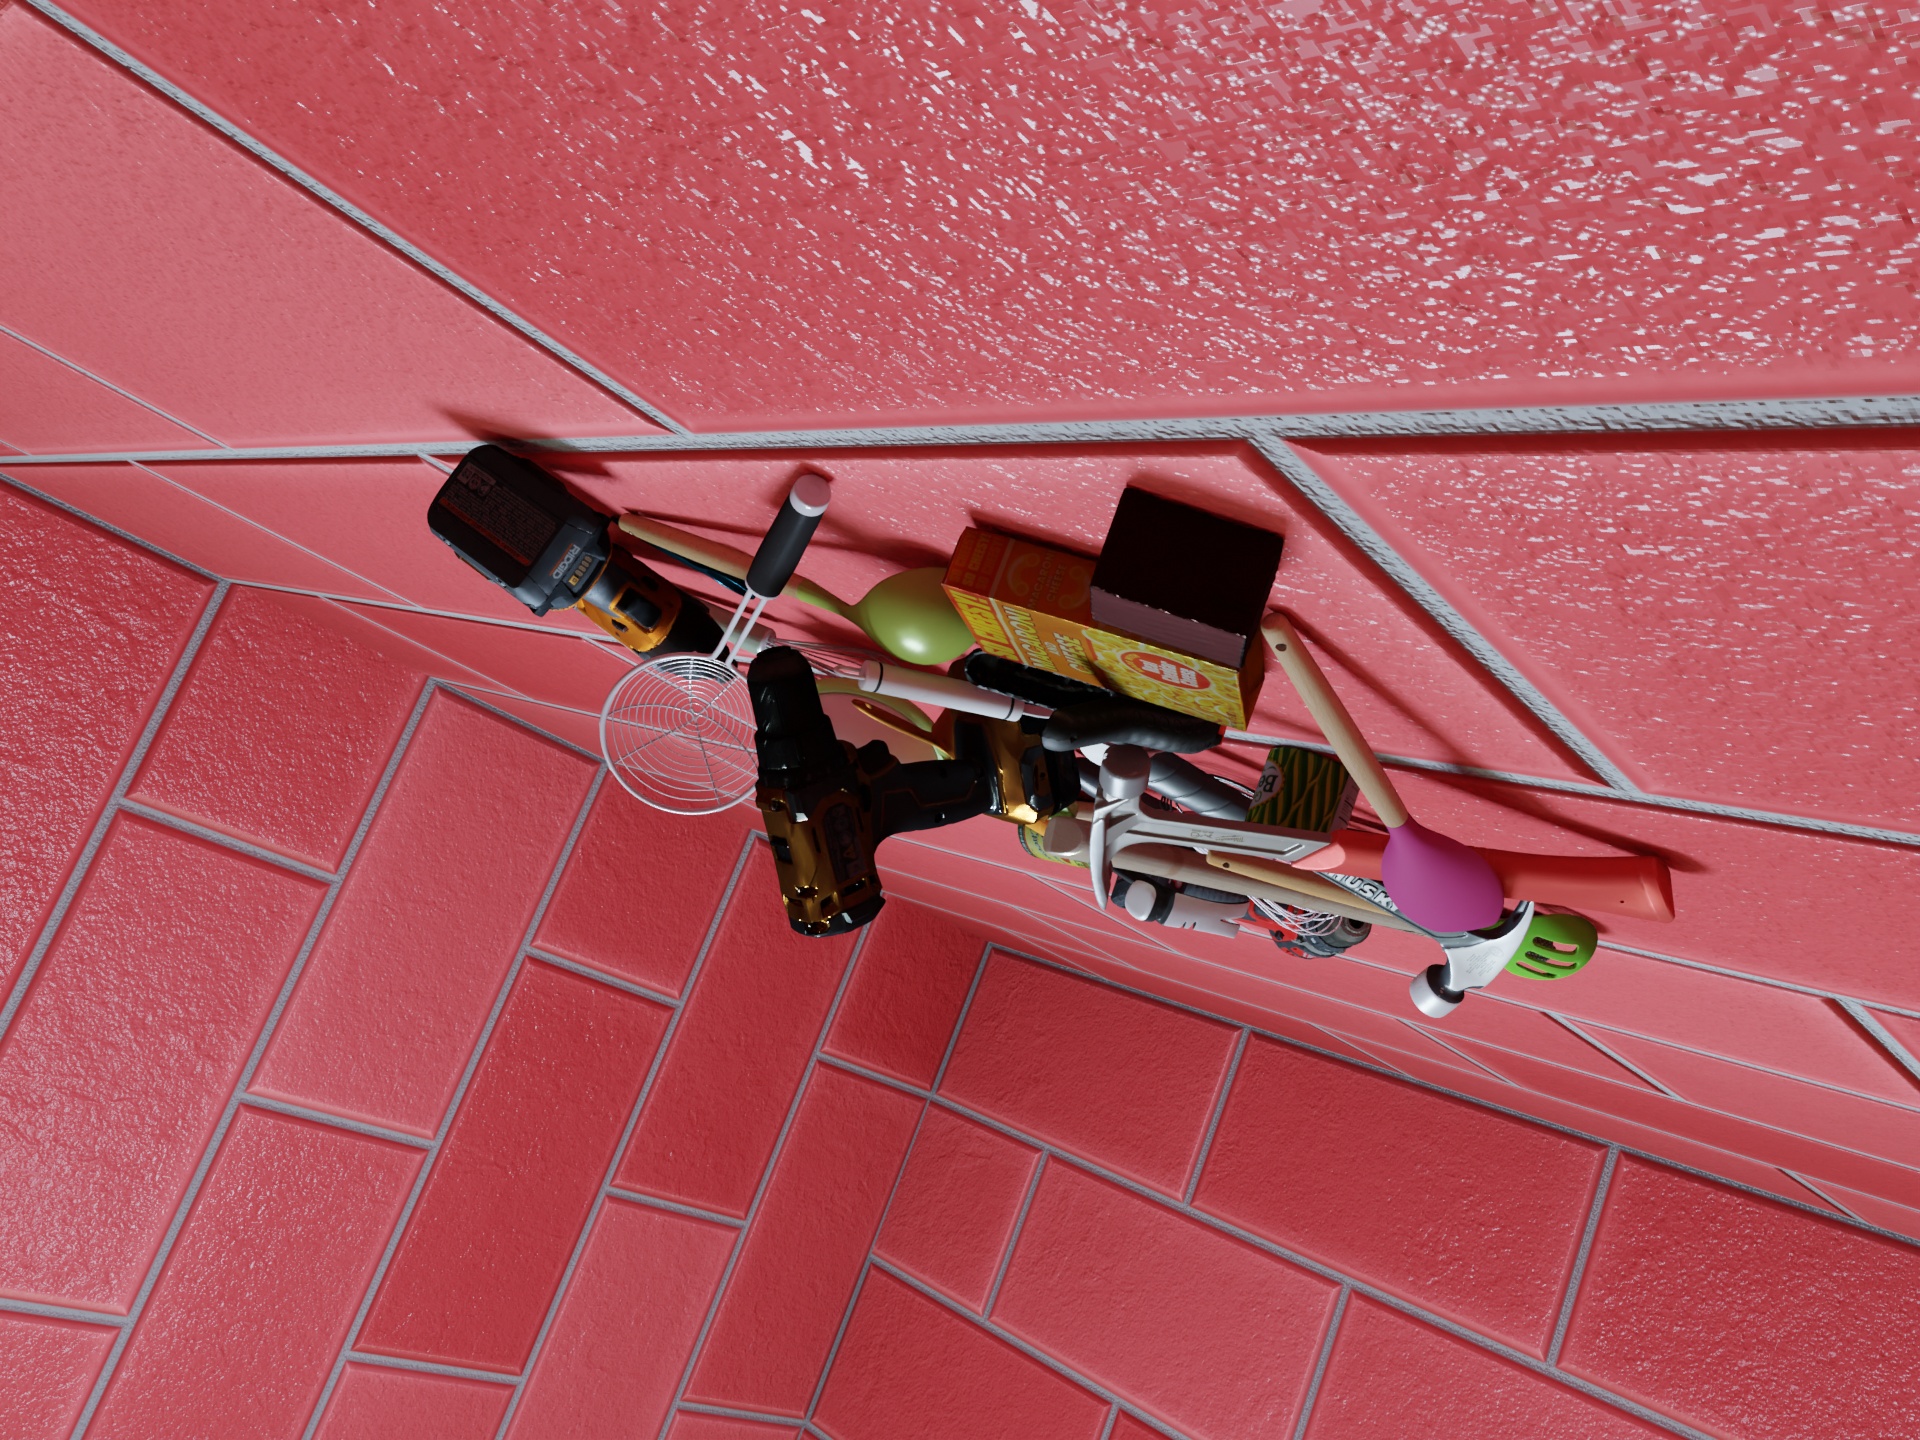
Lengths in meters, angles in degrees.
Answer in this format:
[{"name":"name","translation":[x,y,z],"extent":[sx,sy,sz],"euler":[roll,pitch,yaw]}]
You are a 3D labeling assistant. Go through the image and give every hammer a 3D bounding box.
[{"name":"hammer","translation":[0.107,0.106,1.425],"extent":[0.127,0.034,0.337],"euler":[15,-170,-38]},{"name":"hammer","translation":[0.262,0.092,1.012],"extent":[0.359,0.037,0.149],"euler":[7,140,8]},{"name":"hammer","translation":[0.262,0.136,1.285],"extent":[0.410,0.038,0.146],"euler":[14,172,-11]},{"name":"hammer","translation":[0.224,0.078,1.150],"extent":[0.409,0.036,0.149],"euler":[29,133,-5]}]

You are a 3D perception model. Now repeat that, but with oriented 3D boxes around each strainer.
[{"name":"strainer","translation":[0.039,-0.007,1.019],"extent":[0.258,0.050,0.087],"euler":[12,-152,-22]},{"name":"strainer","translation":[-0.037,0.056,1.253],"extent":[0.256,0.069,0.151],"euler":[16,137,6]}]

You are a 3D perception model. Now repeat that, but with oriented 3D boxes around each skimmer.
[{"name":"skimmer","translation":[-0.150,-0.038,1.029],"extent":[0.127,0.090,0.363],"euler":[23,153,-11]}]

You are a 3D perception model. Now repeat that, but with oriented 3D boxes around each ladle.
[{"name":"ladle","translation":[-0.115,-0.104,1.050],"extent":[0.320,0.062,0.078],"euler":[22,170,36]}]

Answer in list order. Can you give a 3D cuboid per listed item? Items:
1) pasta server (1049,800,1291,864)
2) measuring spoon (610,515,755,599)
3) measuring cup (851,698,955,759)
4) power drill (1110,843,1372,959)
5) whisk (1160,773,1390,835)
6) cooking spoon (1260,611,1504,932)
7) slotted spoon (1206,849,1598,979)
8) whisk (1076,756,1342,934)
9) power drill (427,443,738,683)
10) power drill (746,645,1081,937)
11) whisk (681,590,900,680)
[{"name":"pasta server","translation":[0.116,0.084,1.307],"extent":[0.316,0.040,0.060],"euler":[5,168,6]},{"name":"measuring spoon","translation":[-0.198,-0.126,1.155],"extent":[0.129,0.021,0.042],"euler":[29,172,14]},{"name":"measuring cup","translation":[-0.002,-0.004,1.166],"extent":[0.173,0.052,0.095],"euler":[23,-161,-39]},{"name":"power drill","translation":[0.270,0.169,1.509],"extent":[0.226,0.080,0.188],"euler":[19,169,-1]},{"name":"whisk","translation":[0.264,0.085,1.193],"extent":[0.239,0.055,0.055],"euler":[14,167,15]},{"name":"cooking spoon","translation":[0.240,0.042,0.911],"extent":[0.069,0.017,0.318],"euler":[-14,136,30]},{"name":"slotted spoon","translation":[0.339,0.144,1.216],"extent":[0.313,0.031,0.070],"euler":[15,127,-3]},{"name":"whisk","translation":[0.213,0.102,1.364],"extent":[0.284,0.070,0.070],"euler":[29,168,-11]},{"name":"power drill","translation":[-0.257,-0.098,1.146],"extent":[0.164,0.084,0.226],"euler":[34,177,24]},{"name":"power drill","translation":[-0.036,0.017,1.046],"extent":[0.226,0.185,0.084],"euler":[-24,-161,-34]},{"name":"whisk","translation":[-0.150,-0.059,1.295],"extent":[0.246,0.059,0.058],"euler":[23,-169,17]}]
